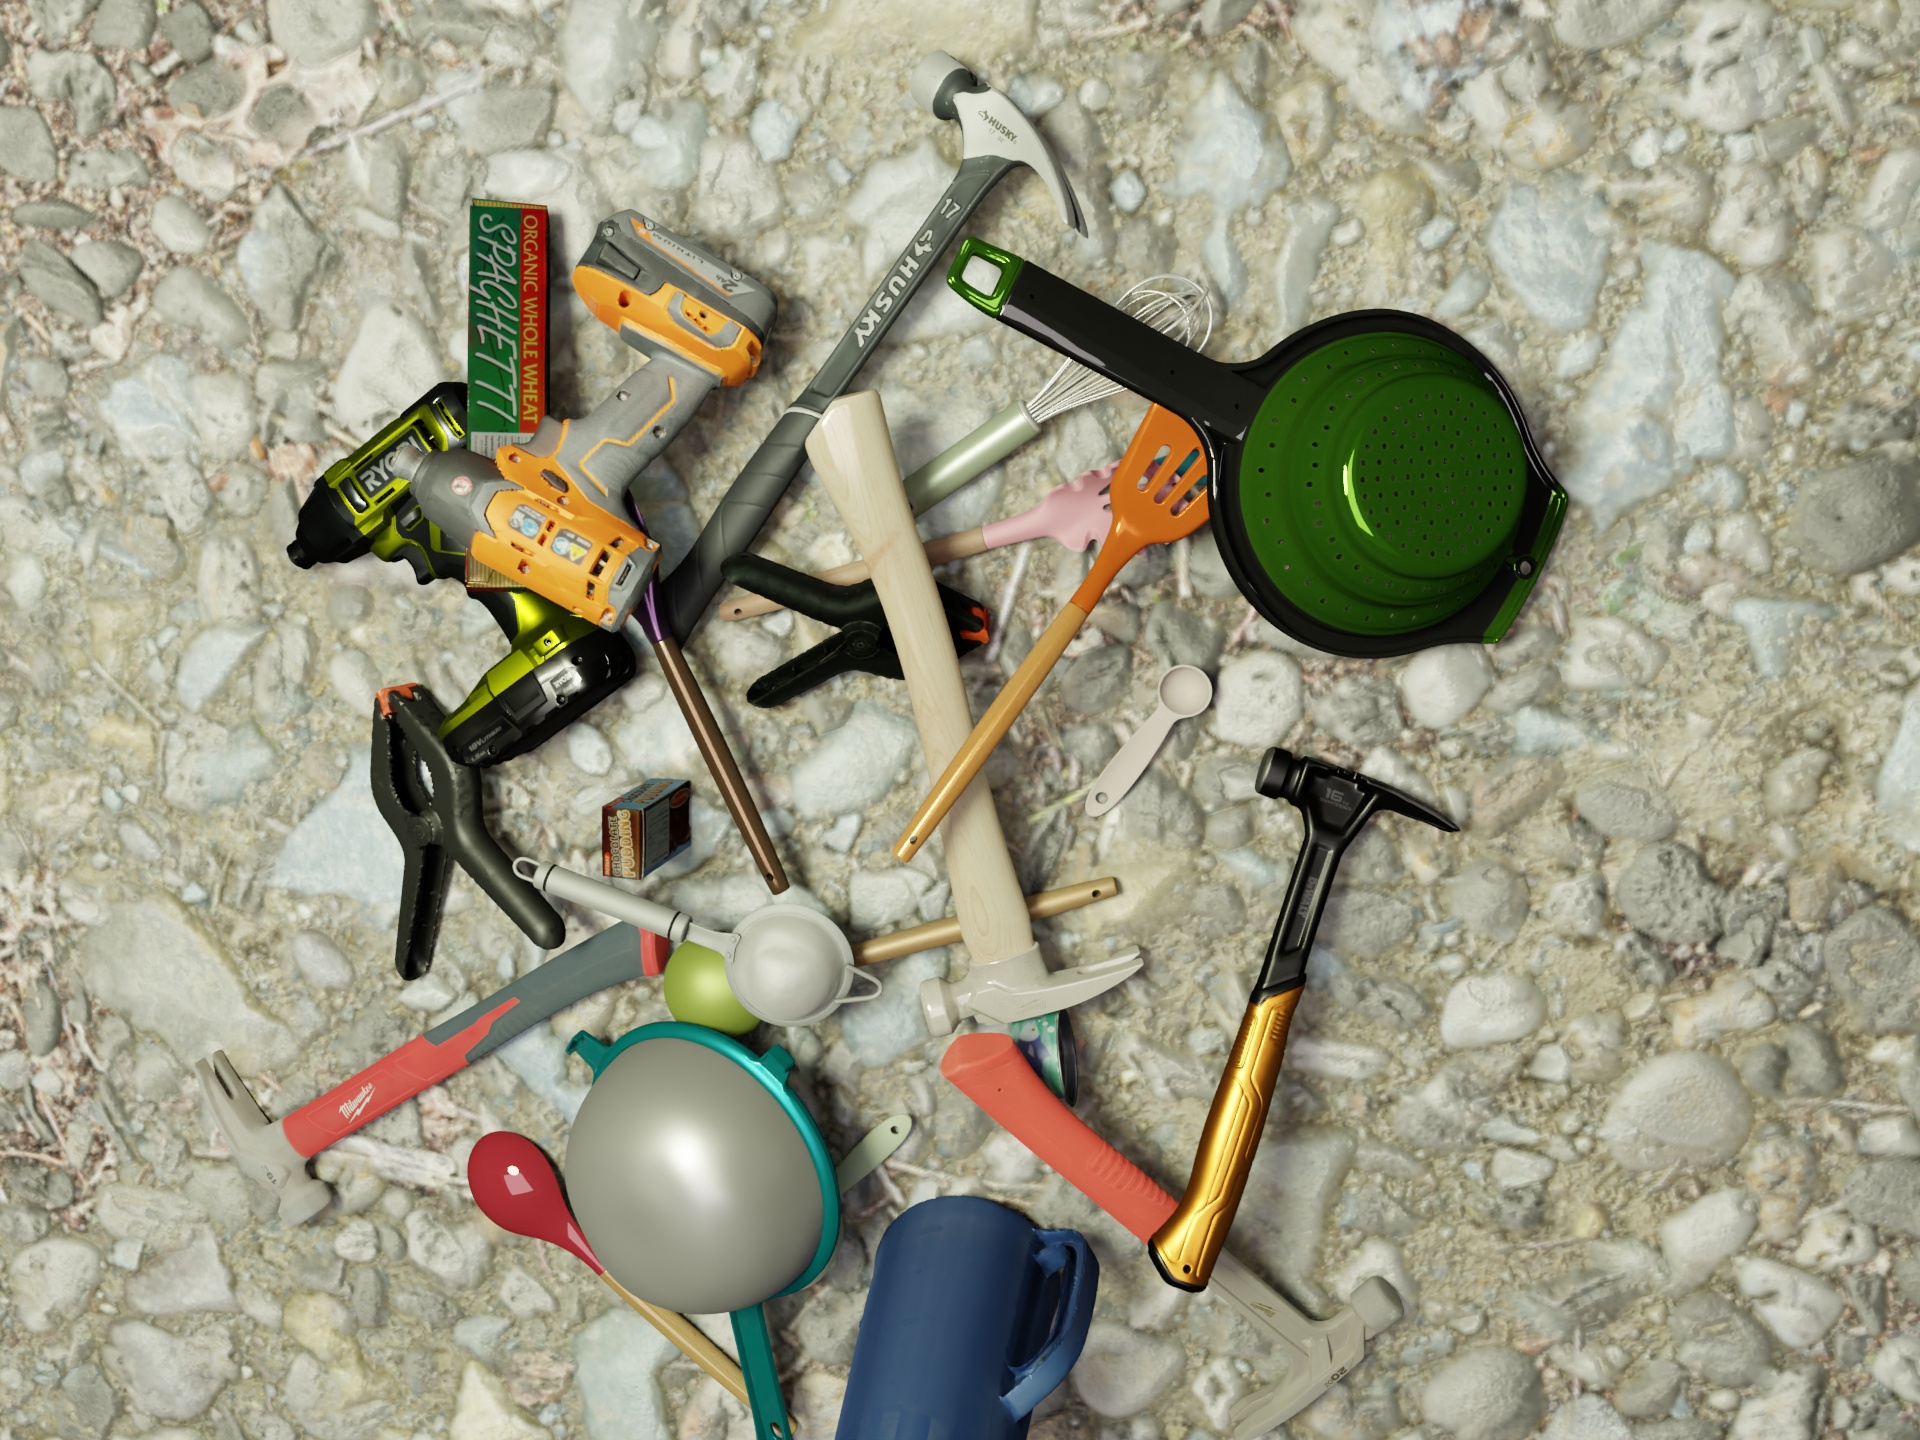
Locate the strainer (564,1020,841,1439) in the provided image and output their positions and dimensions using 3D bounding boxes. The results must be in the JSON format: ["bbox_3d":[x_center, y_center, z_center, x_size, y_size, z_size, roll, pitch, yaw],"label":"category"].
[{"bbox_3d":[-0.179,0.375,1.070,0.211,0.095,0.340,-3,105,31],"label":"strainer"}]

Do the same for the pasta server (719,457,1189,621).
[{"bbox_3d":[-0.011,-0.107,1.014,0.316,0.040,0.060,-14,112,14],"label":"pasta server"}]

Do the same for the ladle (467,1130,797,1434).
[{"bbox_3d":[-0.240,0.417,1.162,0.315,0.031,0.069,42,104,-1],"label":"ladle"}]

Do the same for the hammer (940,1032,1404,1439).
[{"bbox_3d":[0.119,0.328,1.033,0.359,0.037,0.149,42,104,-15],"label":"hammer"}]

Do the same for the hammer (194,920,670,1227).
[{"bbox_3d":[-0.375,0.222,1.142,0.386,0.038,0.143,-31,93,14],"label":"hammer"}]

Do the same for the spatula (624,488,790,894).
[{"bbox_3d":[-0.185,-0.028,1.034,0.060,0.018,0.316,-22,98,24],"label":"spatula"}]

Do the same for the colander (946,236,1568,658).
[{"bbox_3d":[0.178,-0.170,0.888,0.397,0.094,0.204,26,90,-9],"label":"colander"}]

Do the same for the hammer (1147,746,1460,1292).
[{"bbox_3d":[0.198,0.193,0.990,0.127,0.034,0.337,19,87,5],"label":"hammer"}]

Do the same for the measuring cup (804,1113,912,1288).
[{"bbox_3d":[-0.094,0.335,1.112,0.083,0.038,0.167,44,107,0],"label":"measuring cup"}]

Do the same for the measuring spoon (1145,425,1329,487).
[{"bbox_3d":[0.178,-0.157,0.978,0.128,0.021,0.042,-2,100,9],"label":"measuring spoon"}]

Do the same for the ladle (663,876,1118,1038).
[{"bbox_3d":[-0.050,0.150,1.075,0.320,0.062,0.078,-16,101,6],"label":"ladle"}]

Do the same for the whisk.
[{"bbox_3d":[0.049,-0.194,0.984,0.246,0.059,0.057,-32,111,19],"label":"whisk"}]

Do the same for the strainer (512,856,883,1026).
[{"bbox_3d":[-0.176,0.140,1.038,0.258,0.050,0.087,20,105,7],"label":"strainer"}]

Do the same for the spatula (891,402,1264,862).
[{"bbox_3d":[0.058,-0.048,0.951,0.081,0.041,0.322,36,89,-9],"label":"spatula"}]

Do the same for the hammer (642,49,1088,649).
[{"bbox_3d":[-0.080,-0.203,0.994,0.149,0.036,0.409,46,110,22],"label":"hammer"}]

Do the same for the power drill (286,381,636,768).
[{"bbox_3d":[-0.335,-0.087,1.058,0.171,0.080,0.223,-34,90,13],"label":"power drill"}]

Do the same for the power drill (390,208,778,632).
[{"bbox_3d":[-0.226,-0.188,0.963,0.164,0.084,0.226,28,80,-10],"label":"power drill"}]

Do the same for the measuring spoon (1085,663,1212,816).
[{"bbox_3d":[0.119,0.013,1.029,0.034,0.018,0.124,36,111,1],"label":"measuring spoon"}]

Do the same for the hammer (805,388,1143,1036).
[{"bbox_3d":[-0.002,-0.003,0.987,0.146,0.038,0.410,-15,105,1],"label":"hammer"}]
